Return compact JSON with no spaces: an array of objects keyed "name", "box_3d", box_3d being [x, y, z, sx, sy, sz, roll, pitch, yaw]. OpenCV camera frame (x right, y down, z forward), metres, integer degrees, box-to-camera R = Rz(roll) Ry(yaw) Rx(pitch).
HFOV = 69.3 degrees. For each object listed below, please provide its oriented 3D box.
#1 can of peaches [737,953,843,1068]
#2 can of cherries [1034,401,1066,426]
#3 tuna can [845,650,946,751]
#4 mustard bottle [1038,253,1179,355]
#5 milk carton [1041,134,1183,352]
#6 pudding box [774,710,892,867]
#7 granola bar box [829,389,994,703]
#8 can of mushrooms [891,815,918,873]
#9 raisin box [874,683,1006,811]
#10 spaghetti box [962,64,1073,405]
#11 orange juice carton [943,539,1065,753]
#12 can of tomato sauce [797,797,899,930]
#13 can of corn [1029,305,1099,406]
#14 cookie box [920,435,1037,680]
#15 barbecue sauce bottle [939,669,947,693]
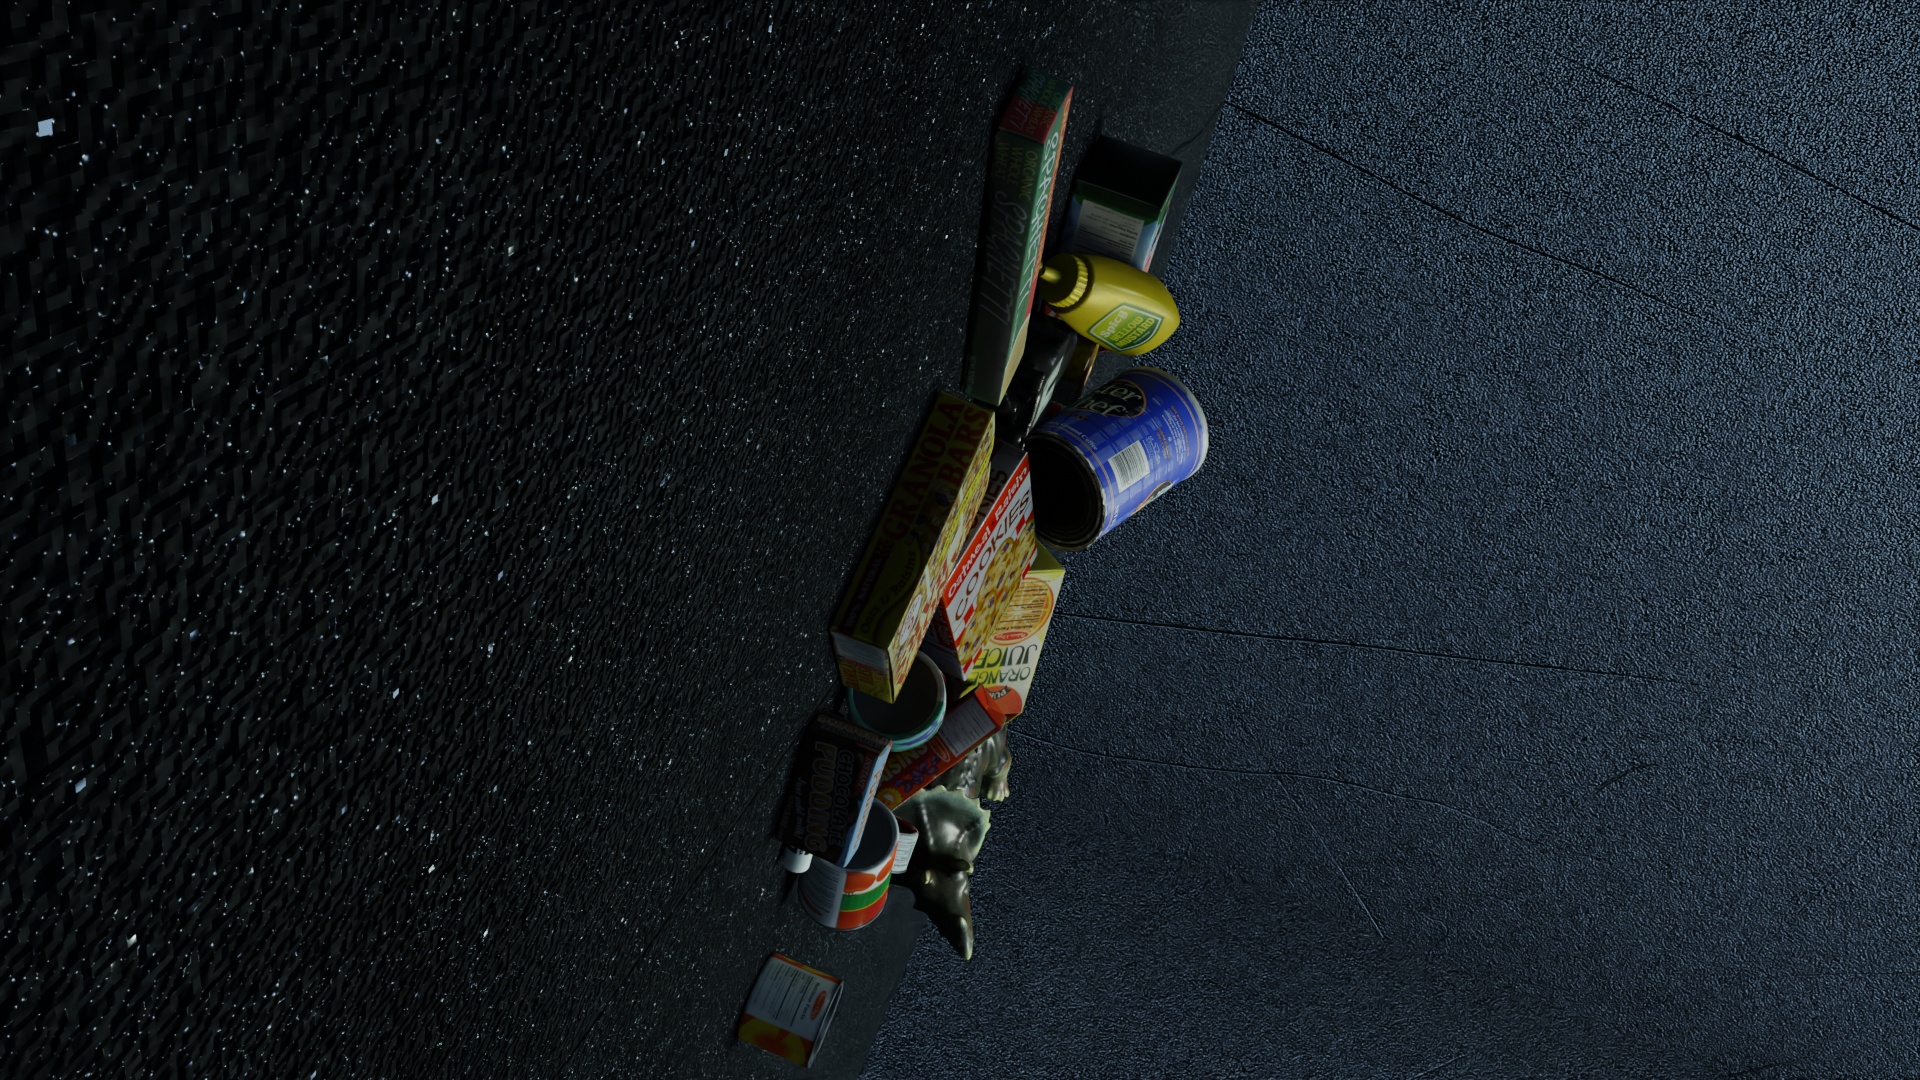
[{"name":"can of peaches","box_3d":[-0.126,0.348,1.028,0.071,0.058,0.071,17,94,-84]},{"name":"can of cherries","box_3d":[0.066,-0.095,1.214,0.071,0.058,0.071,19,93,-83]},{"name":"tuna can","box_3d":[-0.045,0.105,0.916,0.032,0.071,0.071,90,22,-69]},{"name":"mustard bottle","box_3d":[0.104,-0.187,1.069,0.065,0.049,0.160,-38,149,31]},{"name":"milk carton","box_3d":[0.119,-0.232,1.159,0.189,0.073,0.073,103,10,-50]},{"name":"pudding box","box_3d":[-0.078,0.153,0.853,0.030,0.050,0.083,-48,158,-68]},{"name":"granola bar box","box_3d":[-0.027,0.008,0.864,0.123,0.039,0.166,94,18,-69]},{"name":"can of mushrooms","box_3d":[-0.070,0.238,1.115,0.071,0.071,0.033,11,98,-83]},{"name":"raisin box","box_3d":[-0.024,0.170,1.134,0.123,0.040,0.086,-37,177,3]},{"name":"spaghetti box","box_3d":[0.030,-0.169,0.826,0.248,0.029,0.050,99,13,-62]},{"name":"orange juice carton","box_3d":[0.021,0.090,1.207,0.072,0.073,0.191,50,-46,48]},{"name":"can of tomato sauce","box_3d":[-0.079,0.228,0.992,0.082,0.071,0.071,103,10,-47]},{"name":"can of corn","box_3d":[0.078,-0.151,1.142,0.071,0.058,0.071,18,93,-84]},{"name":"cookie box","box_3d":[0.008,0.015,1.021,0.123,0.040,0.166,-59,162,-21]},{"name":"barbecue sauce bottle","box_3d":[-0.037,0.124,1.119,0.065,0.044,0.148,-57,175,5]}]
